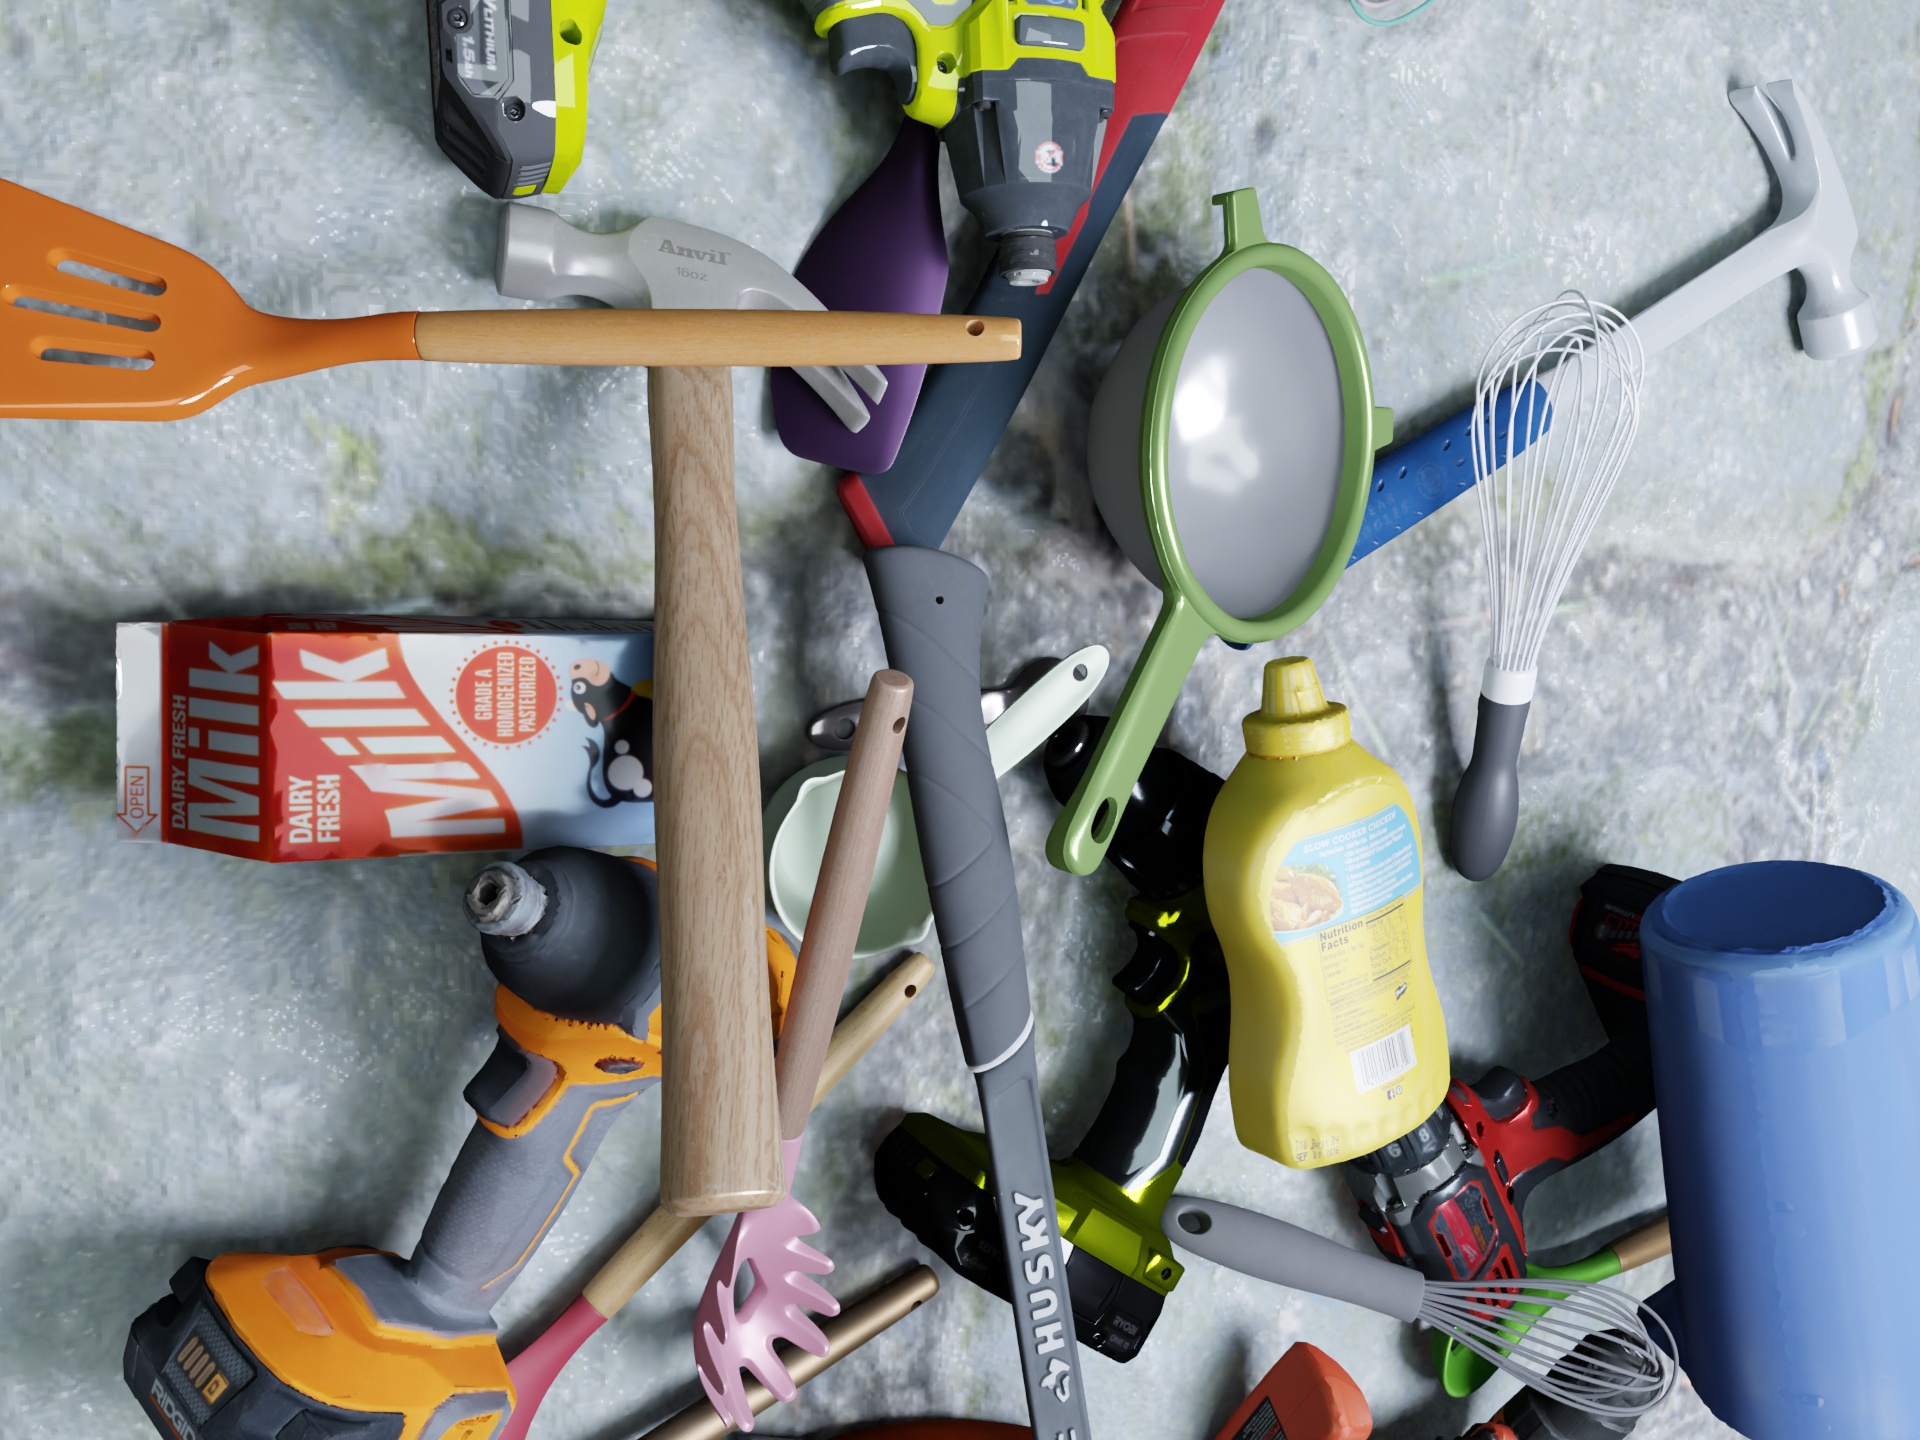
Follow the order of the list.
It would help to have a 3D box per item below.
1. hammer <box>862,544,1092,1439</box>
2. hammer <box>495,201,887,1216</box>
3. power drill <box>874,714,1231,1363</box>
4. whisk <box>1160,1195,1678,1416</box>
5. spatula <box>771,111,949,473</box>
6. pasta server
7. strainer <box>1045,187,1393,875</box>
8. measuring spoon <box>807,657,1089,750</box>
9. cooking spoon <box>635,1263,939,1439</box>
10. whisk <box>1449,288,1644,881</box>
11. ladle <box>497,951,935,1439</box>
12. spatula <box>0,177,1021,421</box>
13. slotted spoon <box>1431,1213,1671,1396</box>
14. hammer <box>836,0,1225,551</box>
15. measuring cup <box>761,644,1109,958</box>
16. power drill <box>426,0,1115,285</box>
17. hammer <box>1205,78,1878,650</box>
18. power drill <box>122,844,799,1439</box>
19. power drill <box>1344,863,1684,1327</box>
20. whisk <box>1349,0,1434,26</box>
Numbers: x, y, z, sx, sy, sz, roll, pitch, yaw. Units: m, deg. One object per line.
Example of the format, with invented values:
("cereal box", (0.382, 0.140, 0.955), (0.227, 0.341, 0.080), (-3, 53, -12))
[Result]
("hammer", (0.012, 0.138, 0.583), (0.149, 0.036, 0.409), (-11, 94, -20))
("hammer", (-0.079, -0.017, 0.502), (0.130, 0.031, 0.332), (3, 67, -23))
("power drill", (0.066, 0.127, 0.663), (0.190, 0.080, 0.228), (37, 80, -26))
("whisk", (0.205, 0.257, 0.719), (0.239, 0.055, 0.055), (17, 92, 4))
("spatula", (-0.009, -0.247, 0.587), (0.060, 0.018, 0.316), (16, 89, 9))
("pasta server", (-0.051, 0.125, 0.554), (0.060, 0.040, 0.316), (-19, 132, -47))
("strainer", (0.075, -0.062, 0.612), (0.151, 0.069, 0.256), (40, 70, -43))
("measuring spoon", (-0.001, -0.002, 0.639), (0.124, 0.018, 0.034), (-8, 103, -23))
("cooking spoon", (-0.141, 0.296, 0.607), (0.319, 0.017, 0.068), (-24, 131, -26))
("whisk", (0.248, -0.048, 0.704), (0.070, 0.070, 0.284), (-15, 123, -23))
("ladle", (-0.122, 0.206, 0.615), (0.315, 0.031, 0.069), (-45, 121, -14))
("spatula", (-0.142, -0.121, 0.484), (0.322, 0.041, 0.081), (0, 73, 0))
("slotted spoon", (0.369, 0.286, 0.862), (0.313, 0.031, 0.070), (-12, 110, -25))
("hammer", (0.072, -0.222, 0.606), (0.143, 0.038, 0.386), (27, 90, -5))
("measuring cup", (-0.010, 0.022, 0.628), (0.167, 0.038, 0.083), (-41, 114, -14))
("power drill", (-0.057, -0.233, 0.522), (0.223, 0.080, 0.171), (-4, 95, -19))
("hammer", (0.271, -0.156, 0.733), (0.405, 0.035, 0.144), (-32, 111, -17))
("power drill", (-0.159, 0.142, 0.519), (0.226, 0.084, 0.164), (-52, 151, -6))
("power drill", (0.276, 0.162, 0.771), (0.226, 0.080, 0.187), (-34, 111, -13))
("whisk", (0.252, -0.354, 0.686), (0.245, 0.047, 0.051), (-29, 109, -22))
